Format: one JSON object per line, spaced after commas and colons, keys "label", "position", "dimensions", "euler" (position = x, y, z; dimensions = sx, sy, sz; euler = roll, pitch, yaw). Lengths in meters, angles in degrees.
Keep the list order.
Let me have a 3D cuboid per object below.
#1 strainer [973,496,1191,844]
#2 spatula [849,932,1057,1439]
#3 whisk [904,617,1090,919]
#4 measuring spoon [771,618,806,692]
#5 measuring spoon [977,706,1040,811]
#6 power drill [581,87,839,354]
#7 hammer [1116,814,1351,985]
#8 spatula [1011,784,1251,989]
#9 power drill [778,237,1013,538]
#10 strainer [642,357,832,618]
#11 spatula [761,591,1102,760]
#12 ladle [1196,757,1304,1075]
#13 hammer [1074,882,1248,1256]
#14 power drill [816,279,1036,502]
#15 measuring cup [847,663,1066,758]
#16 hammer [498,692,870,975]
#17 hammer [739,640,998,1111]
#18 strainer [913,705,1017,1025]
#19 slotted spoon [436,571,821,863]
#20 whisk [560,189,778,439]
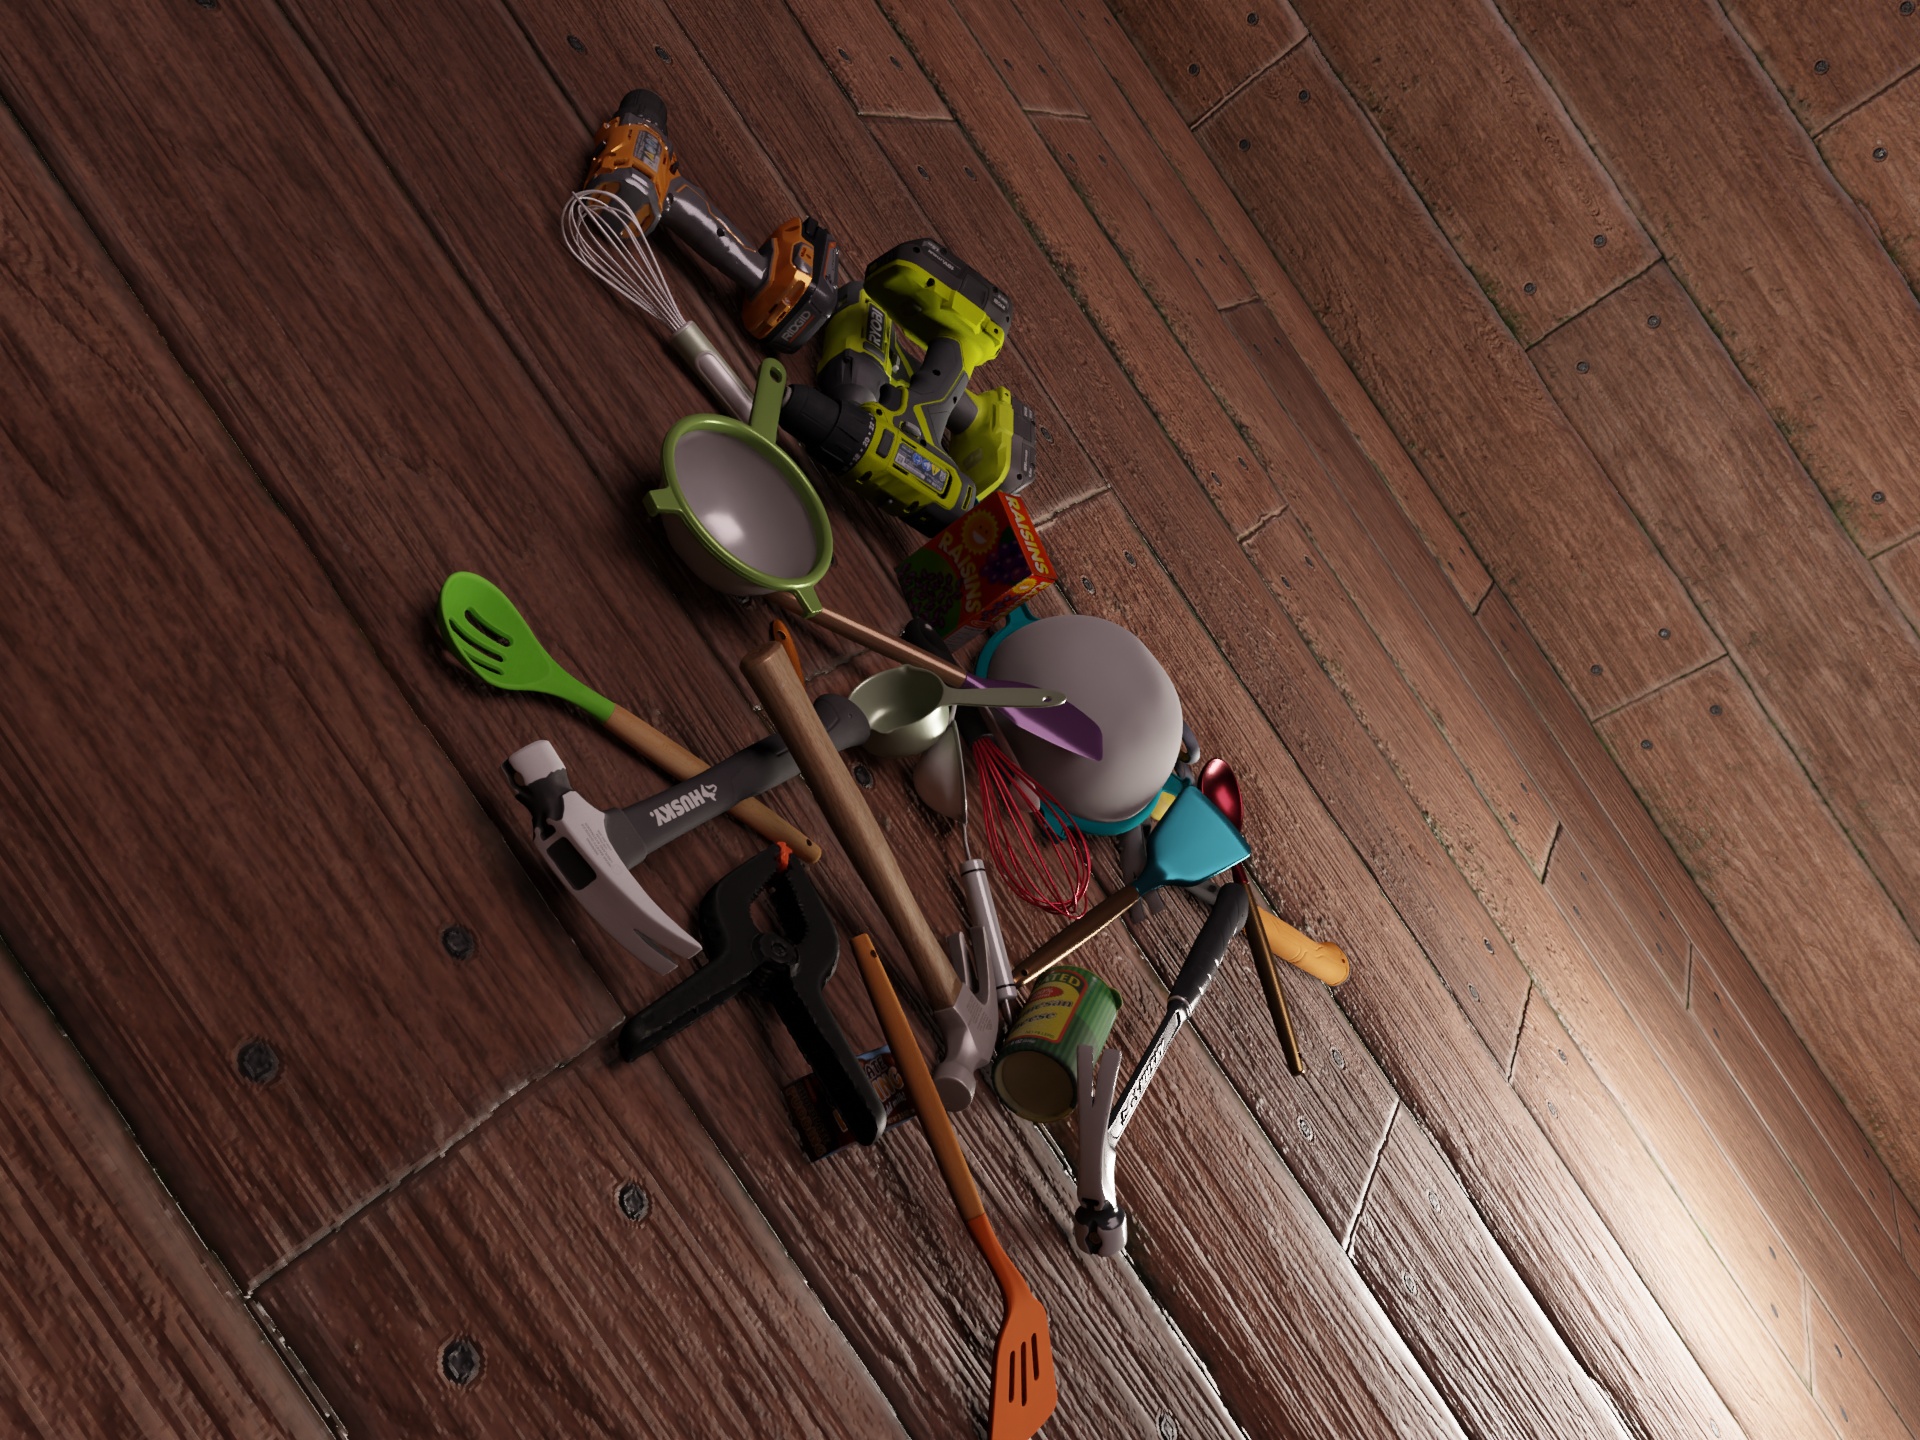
{"label": "strainer", "position": [0.093, -0.070, 1.390], "dimensions": [0.211, 0.095, 0.340], "euler": [-15, 75, -43]}
{"label": "spatula", "position": [-0.009, 0.286, 0.984], "dimensions": [0.081, 0.041, 0.323], "euler": [-10, 74, -57]}
{"label": "whisk", "position": [0.025, 0.033, 1.271], "dimensions": [0.073, 0.073, 0.296], "euler": [8, 46, -51]}
{"label": "measuring spoon", "position": [-0.126, -0.027, 1.174], "dimensions": [0.021, 0.011, 0.117], "euler": [19, 43, -45]}
{"label": "measuring spoon", "position": [0.029, 0.023, 1.312], "dimensions": [0.018, 0.034, 0.124], "euler": [-24, 75, -17]}
{"label": "power drill", "position": [-0.214, -0.438, 1.370], "dimensions": [0.226, 0.084, 0.186], "euler": [30, 38, -30]}
{"label": "hammer", "position": [0.265, 0.186, 1.495], "dimensions": [0.336, 0.034, 0.127], "euler": [32, 38, -35]}
{"label": "spatula", "position": [0.132, 0.144, 1.300], "dimensions": [0.082, 0.044, 0.317], "euler": [48, 39, 12]}
{"label": "power drill", "position": [-0.053, -0.293, 1.364], "dimensions": [0.190, 0.080, 0.229], "euler": [30, 65, -30]}
{"label": "strainer", "position": [-0.169, -0.182, 1.196], "dimensions": [0.151, 0.069, 0.257], "euler": [34, 37, -28]}
{"label": "spatula", "position": [-0.021, -0.044, 1.248], "dimensions": [0.315, 0.018, 0.060], "euler": [24, 40, -19]}
{"label": "ladle", "position": [0.264, 0.173, 1.447], "dimensions": [0.069, 0.031, 0.316], "euler": [24, 44, -41]}
{"label": "hammer", "position": [0.164, 0.228, 1.236], "dimensions": [0.409, 0.036, 0.149], "euler": [-43, 133, -59]}
{"label": "power drill", "position": [-0.035, -0.289, 1.484], "dimensions": [0.223, 0.080, 0.171], "euler": [30, 44, -31]}
{"label": "measuring cup", "position": [-0.002, -0.004, 1.189], "dimensions": [0.083, 0.167, 0.038], "euler": [-75, 159, -49]}
{"label": "hammer", "position": [-0.143, 0.044, 1.010], "dimensions": [0.146, 0.035, 0.335], "euler": [56, 27, 2]}
{"label": "hammer", "position": [-0.056, 0.094, 1.059], "dimensions": [0.331, 0.031, 0.130], "euler": [63, 25, -20]}
{"label": "strainer", "position": [0.005, 0.104, 1.202], "dimensions": [0.086, 0.050, 0.259], "euler": [99, -23, -69]}
{"label": "slotted spoon", "position": [-0.205, 0.011, 1.009], "dimensions": [0.313, 0.031, 0.070], "euler": [38, 34, -31]}
{"label": "whisk", "position": [-0.228, -0.317, 1.267], "dimensions": [0.246, 0.058, 0.059], "euler": [51, 1, -17]}
